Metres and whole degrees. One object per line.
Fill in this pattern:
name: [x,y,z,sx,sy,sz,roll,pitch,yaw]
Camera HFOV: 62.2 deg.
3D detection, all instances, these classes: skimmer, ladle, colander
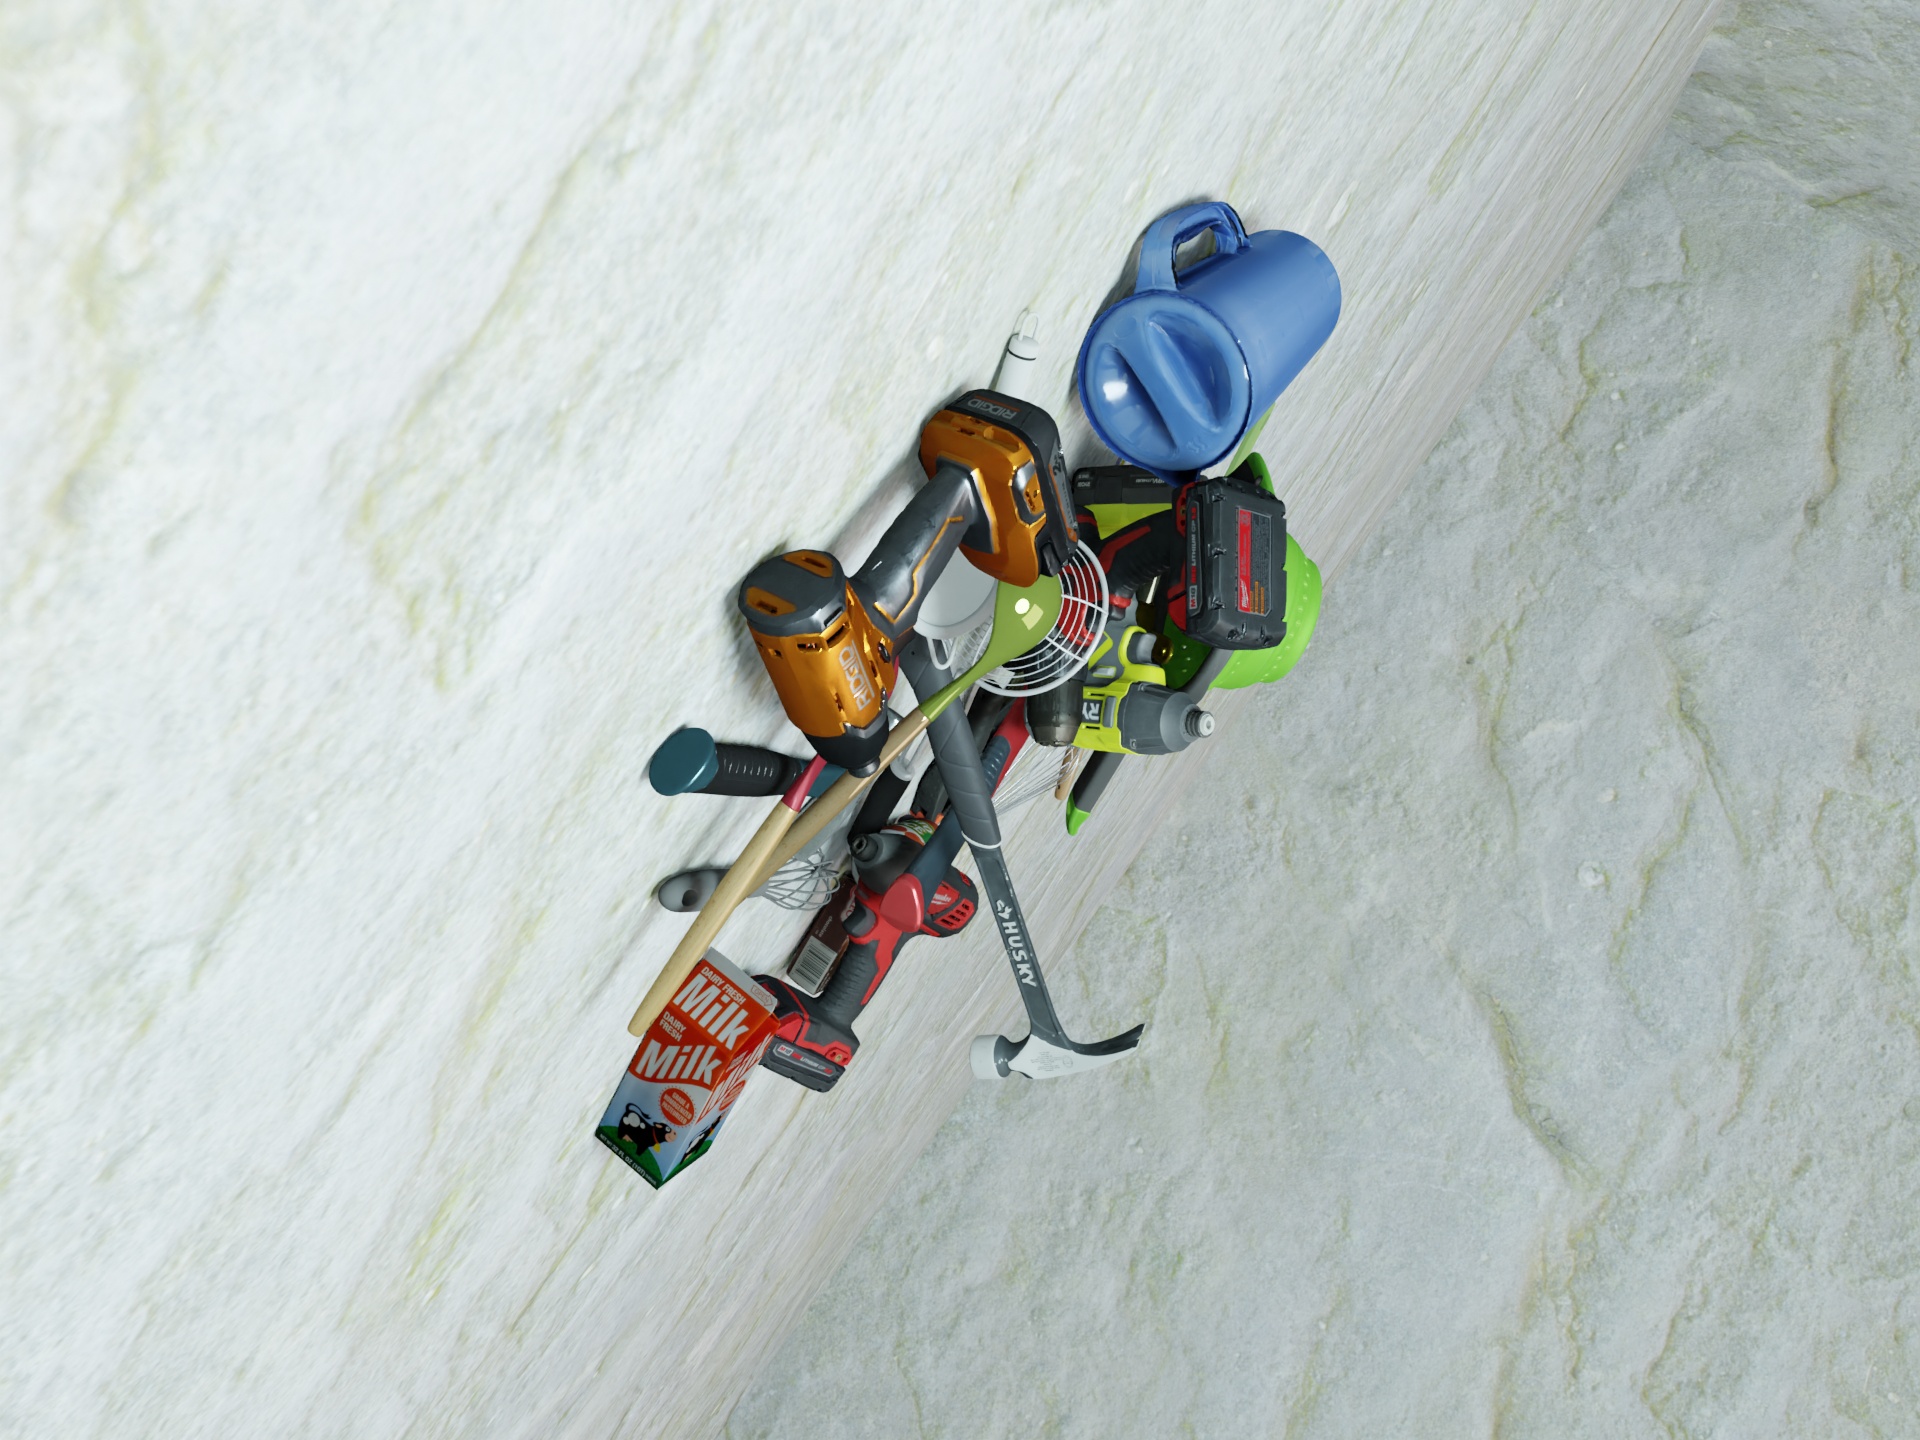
skimmer: [-0.002,-0.004,1.252,0.090,0.127,0.363,-18,153,-35]
ladle: [-0.052,0.005,1.076,0.320,0.062,0.078,-44,169,1]
colander: [0.206,-0.036,1.377,0.205,0.094,0.396,-90,-158,-52]
ladle: [-0.127,0.076,1.037,0.315,0.031,0.069,-56,167,4]

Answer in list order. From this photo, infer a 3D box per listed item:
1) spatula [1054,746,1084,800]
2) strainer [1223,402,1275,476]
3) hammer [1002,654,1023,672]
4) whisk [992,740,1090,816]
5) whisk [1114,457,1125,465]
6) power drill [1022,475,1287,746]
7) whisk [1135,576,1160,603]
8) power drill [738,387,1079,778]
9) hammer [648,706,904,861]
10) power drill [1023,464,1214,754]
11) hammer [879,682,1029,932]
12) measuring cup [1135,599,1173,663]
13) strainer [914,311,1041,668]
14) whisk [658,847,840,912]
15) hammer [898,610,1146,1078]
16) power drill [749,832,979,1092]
spatula: [0.147,-0.061,1.518,0.044,0.082,0.317,-3,121,-37]
strainer: [0.219,-0.210,1.534,0.151,0.069,0.256,-34,154,-54]
hammer: [0.112,-0.078,1.531,0.336,0.034,0.127,-4,112,-67]
whisk: [0.016,0.092,1.534,0.284,0.070,0.070,-43,167,9]
whisk: [0.136,-0.199,1.355,0.245,0.051,0.047,-53,172,6]
power drill: [0.126,-0.079,1.171,0.080,0.227,0.188,7,82,-40]
whisk: [0.177,-0.172,1.424,0.057,0.059,0.246,5,109,-23]
power drill: [-0.026,-0.077,0.964,0.226,0.084,0.164,-46,142,-25]
hammer: [-0.123,0.036,1.078,0.128,0.033,0.331,-57,165,5]
power drill: [0.141,-0.085,1.262,0.080,0.171,0.223,12,86,-44]
hammer: [0.042,0.027,1.352,0.386,0.038,0.143,-58,156,-30]
measuring cup: [0.152,-0.071,1.353,0.156,0.029,0.062,-116,-135,-78]
strainer: [0.012,-0.153,1.063,0.086,0.050,0.258,-5,130,-33]
whisk: [-0.152,0.120,1.158,0.055,0.055,0.239,-57,161,11]
hammer: [0.026,0.105,1.206,0.036,0.149,0.408,-56,133,-56]
power drill: [-0.094,0.192,1.330,0.219,0.079,0.143,-50,135,0]
